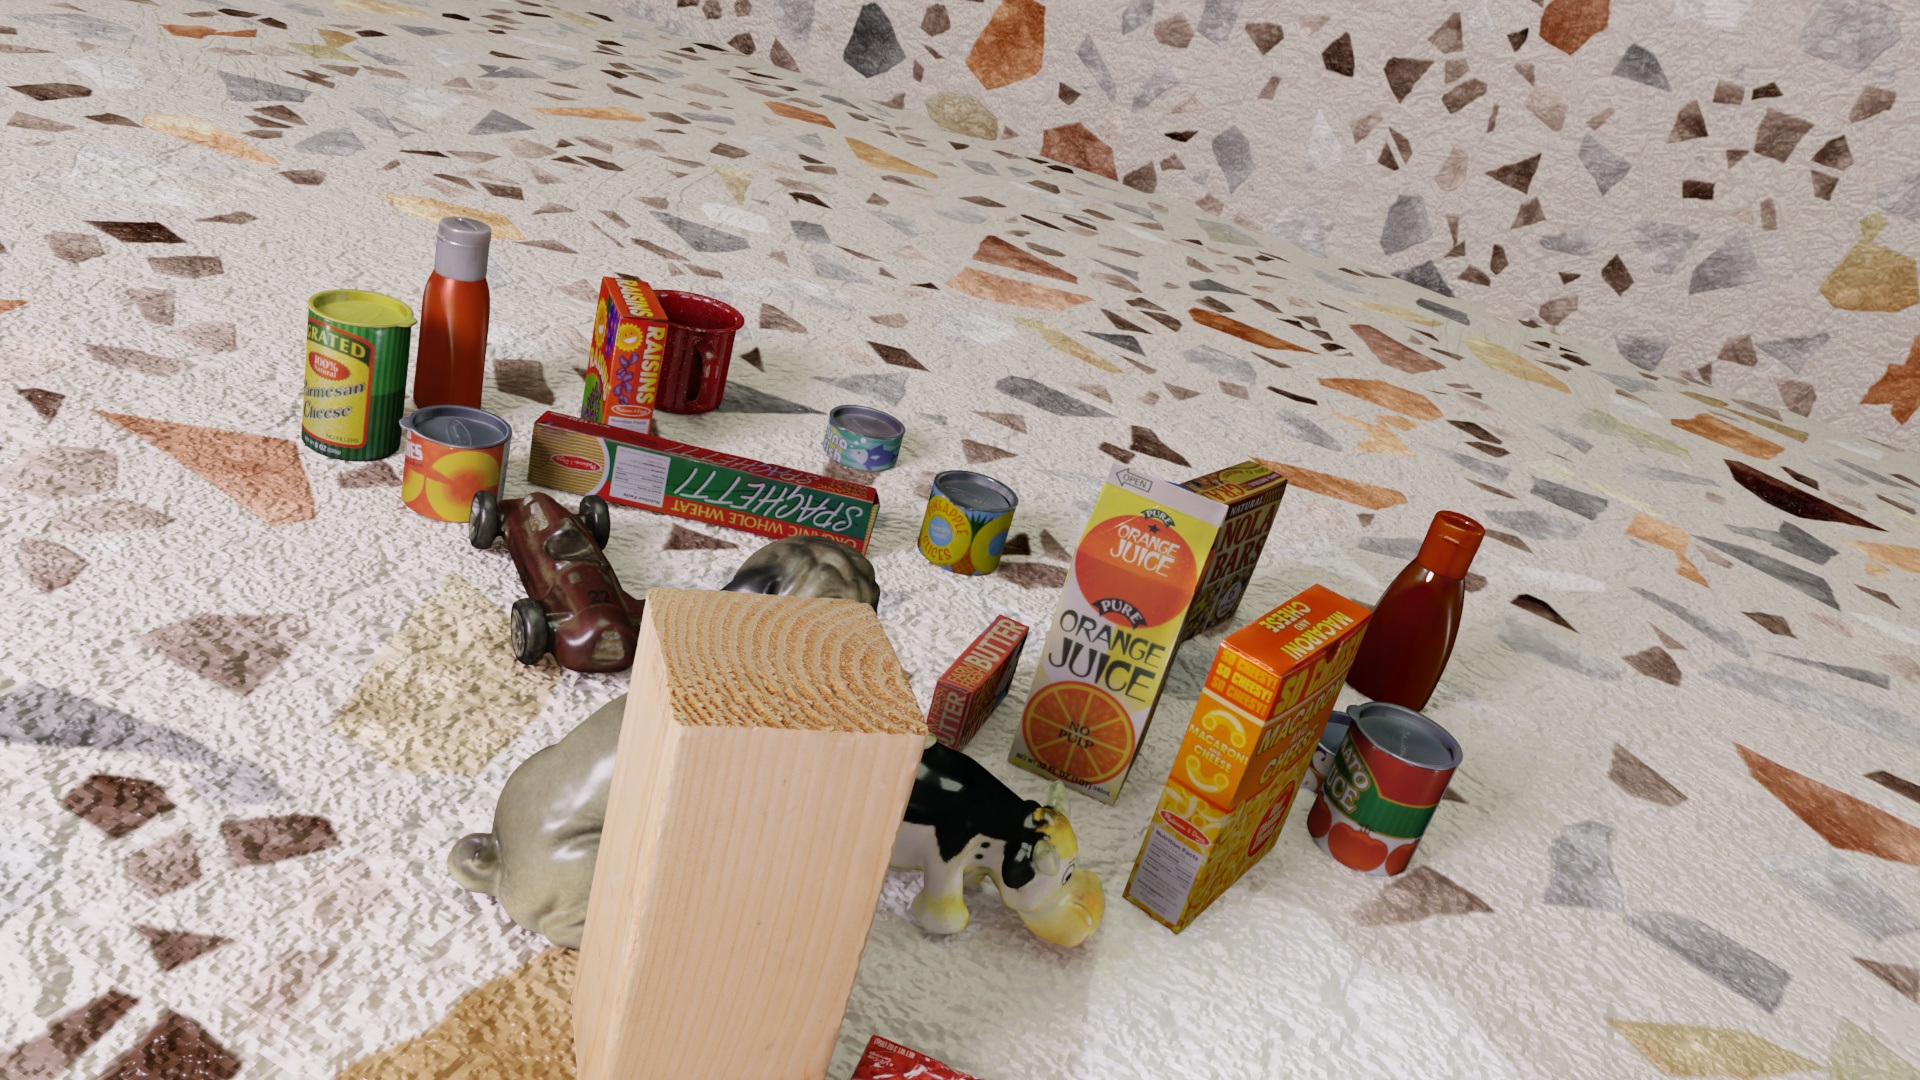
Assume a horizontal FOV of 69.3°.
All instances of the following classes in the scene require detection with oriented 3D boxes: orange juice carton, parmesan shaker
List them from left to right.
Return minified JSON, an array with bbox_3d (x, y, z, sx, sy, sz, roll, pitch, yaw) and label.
[{"bbox_3d":[-0.416,-0.113,0.962,0.071,0.102,0.071,13,25,-6],"label":"parmesan shaker"},{"bbox_3d":[0.095,0.051,0.821,0.072,0.191,0.073,21,26,12],"label":"orange juice carton"}]

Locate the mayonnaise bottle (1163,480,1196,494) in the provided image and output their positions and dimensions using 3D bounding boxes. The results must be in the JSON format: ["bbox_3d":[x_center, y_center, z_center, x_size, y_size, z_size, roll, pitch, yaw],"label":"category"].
[{"bbox_3d":[0.120,0.033,0.924,0.065,0.147,0.041,28,27,24],"label":"mayonnaise bottle"}]

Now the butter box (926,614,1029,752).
[{"bbox_3d":[0.010,0.089,0.855,0.024,0.053,0.104,23,26,14],"label":"butter box"}]

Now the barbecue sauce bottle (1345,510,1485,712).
[{"bbox_3d":[0.335,0.051,1.012,0.065,0.147,0.044,26,27,21],"label":"barbecue sauce bottle"}]

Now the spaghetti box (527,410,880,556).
[{"bbox_3d":[-0.184,-0.039,1.008,0.250,0.050,0.029,13,25,-6],"label":"spaghetti box"}]

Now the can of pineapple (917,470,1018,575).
[{"bbox_3d":[0.004,-0.013,1.055,0.071,0.057,0.071,13,25,-6],"label":"can of pineapple"}]

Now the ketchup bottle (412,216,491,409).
[{"bbox_3d":[-0.377,-0.165,1.036,0.044,0.148,0.065,-9,35,-43],"label":"ketchup bottle"}]

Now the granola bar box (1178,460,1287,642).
[{"bbox_3d":[0.169,0.015,1.016,0.039,0.123,0.166,31,29,29],"label":"granola bar box"}]

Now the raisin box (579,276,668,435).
[{"bbox_3d":[-0.258,-0.129,1.062,0.040,0.122,0.086,3,28,-25],"label":"raisin box"}]

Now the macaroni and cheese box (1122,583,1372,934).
[{"bbox_3d":[0.158,0.116,0.755,0.040,0.165,0.124,30,29,28],"label":"macaroni and cheese box"}]

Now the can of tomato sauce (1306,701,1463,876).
[{"bbox_3d":[0.253,0.150,0.840,0.071,0.082,0.071,13,25,-6],"label":"can of tomato sauce"}]

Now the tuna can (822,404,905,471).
[{"bbox_3d":[-0.084,-0.087,1.183,0.071,0.032,0.071,13,25,-6],"label":"tuna can"}]

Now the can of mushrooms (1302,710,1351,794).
[{"bbox_3d":[0.250,0.142,0.912,0.071,0.033,0.071,13,25,-6],"label":"can of mushrooms"}]

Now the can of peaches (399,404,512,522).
[{"bbox_3d":[-0.341,-0.052,0.933,0.071,0.057,0.071,13,25,-6],"label":"can of peaches"}]
